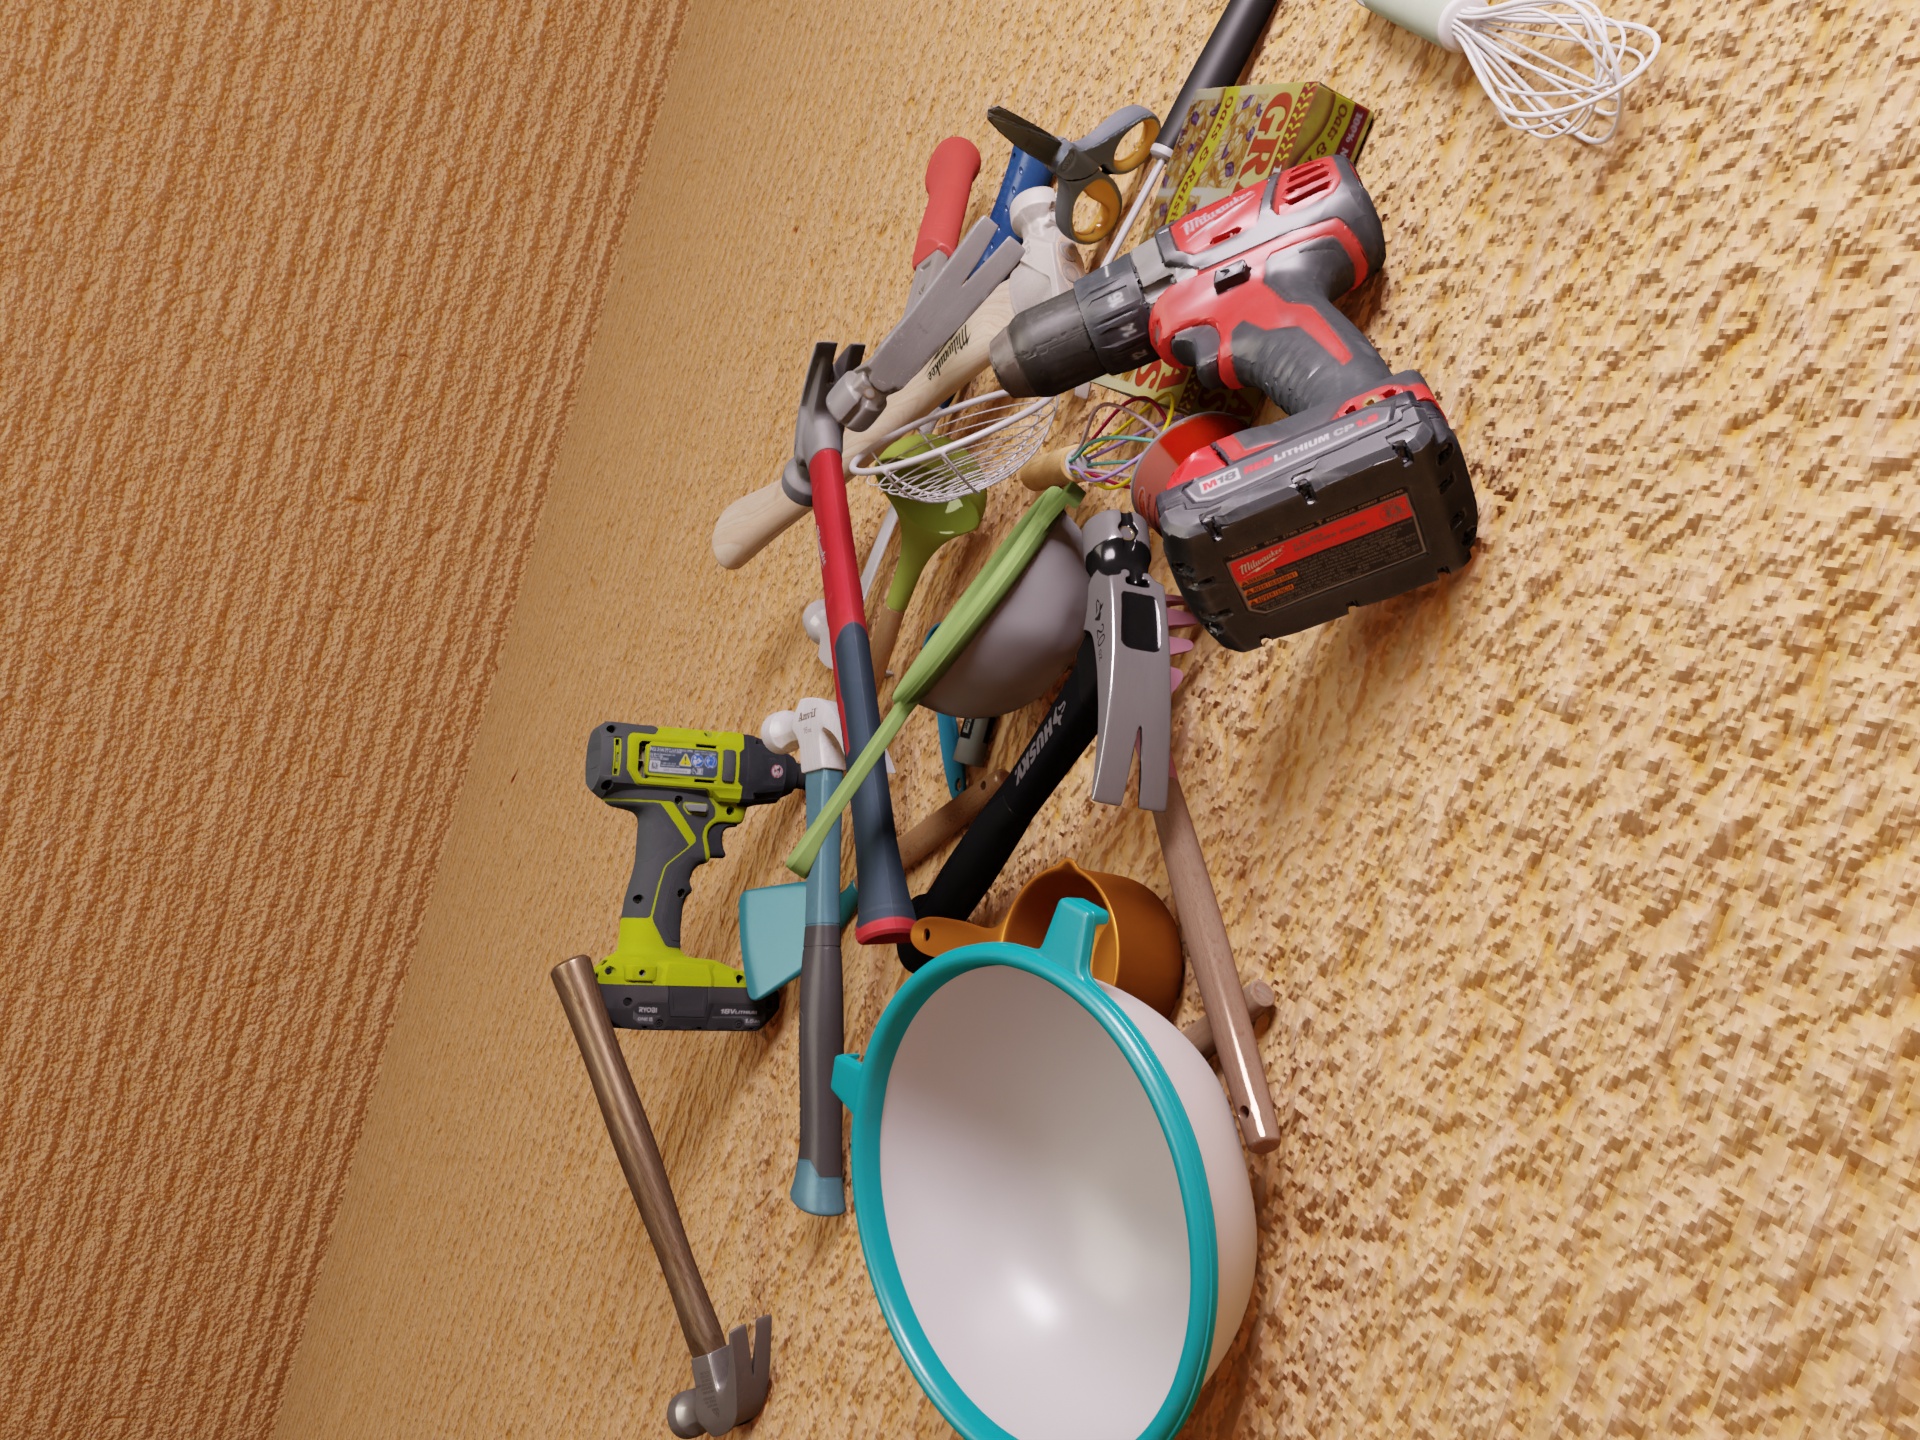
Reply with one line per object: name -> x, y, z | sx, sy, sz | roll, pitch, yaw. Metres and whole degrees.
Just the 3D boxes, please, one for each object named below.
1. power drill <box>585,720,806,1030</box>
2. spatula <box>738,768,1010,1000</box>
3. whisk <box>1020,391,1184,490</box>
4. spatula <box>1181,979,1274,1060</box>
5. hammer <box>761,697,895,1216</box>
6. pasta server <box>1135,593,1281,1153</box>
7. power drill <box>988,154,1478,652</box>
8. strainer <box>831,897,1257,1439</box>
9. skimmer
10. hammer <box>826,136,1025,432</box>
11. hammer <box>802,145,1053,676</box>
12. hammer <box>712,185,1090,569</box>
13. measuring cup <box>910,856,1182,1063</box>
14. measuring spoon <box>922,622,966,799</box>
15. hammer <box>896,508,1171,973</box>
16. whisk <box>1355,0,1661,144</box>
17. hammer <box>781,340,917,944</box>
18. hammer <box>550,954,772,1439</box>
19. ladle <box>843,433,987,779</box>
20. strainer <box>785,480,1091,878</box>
power drill -> -0.196, 0.118, 1.192 | 0.080, 0.171, 0.223 | -16, 70, 62
spatula -> -0.061, 0.100, 1.044 | 0.317, 0.044, 0.082 | -40, 51, 49
whisk -> 0.074, -0.146, 0.874 | 0.245, 0.051, 0.047 | -158, 67, -77
spatula -> 0.053, 0.203, 0.771 | 0.315, 0.018, 0.060 | -51, 22, 42
hammer -> -0.090, 0.147, 1.029 | 0.128, 0.033, 0.331 | -16, 71, 53
pasta server -> 0.104, 0.052, 0.719 | 0.060, 0.040, 0.317 | -55, 30, 37
power drill -> 0.110, -0.141, 0.692 | 0.188, 0.080, 0.227 | -21, 48, 15
strainer -> 0.073, 0.249, 0.636 | 0.211, 0.095, 0.341 | -42, 61, 42
skimmer -> 0.061, -0.279, 0.900 | 0.363, 0.090, 0.127 | -60, 15, 12
hammer -> -0.009, -0.319, 1.033 | 0.149, 0.036, 0.359 | -43, 22, 30
hammer -> -0.019, -0.217, 1.149 | 0.405, 0.035, 0.144 | -67, 25, 16
hammer -> -0.058, -0.198, 1.122 | 0.410, 0.038, 0.146 | -30, 57, 44
measuring cup -> 0.040, 0.115, 0.783 | 0.174, 0.052, 0.095 | -1, 79, 56
measuring spoon -> -0.002, -0.003, 1.018 | 0.042, 0.021, 0.129 | -42, 49, 49
hammer -> 0.028, 0.051, 0.830 | 0.334, 0.035, 0.146 | 120, 154, -51
whisk -> 0.221, -0.299, 0.685 | 0.059, 0.057, 0.247 | -30, 35, 9
hammer -> -0.064, -0.050, 0.972 | 0.143, 0.038, 0.387 | 115, 150, -55
hammer -> -0.210, 0.316, 1.079 | 0.130, 0.031, 0.331 | -37, 71, 45
ladle -> -0.056, -0.052, 1.088 | 0.062, 0.078, 0.320 | -50, -15, -57
strainer -> 0.002, -0.009, 0.876 | 0.256, 0.069, 0.151 | -55, 5, -6
